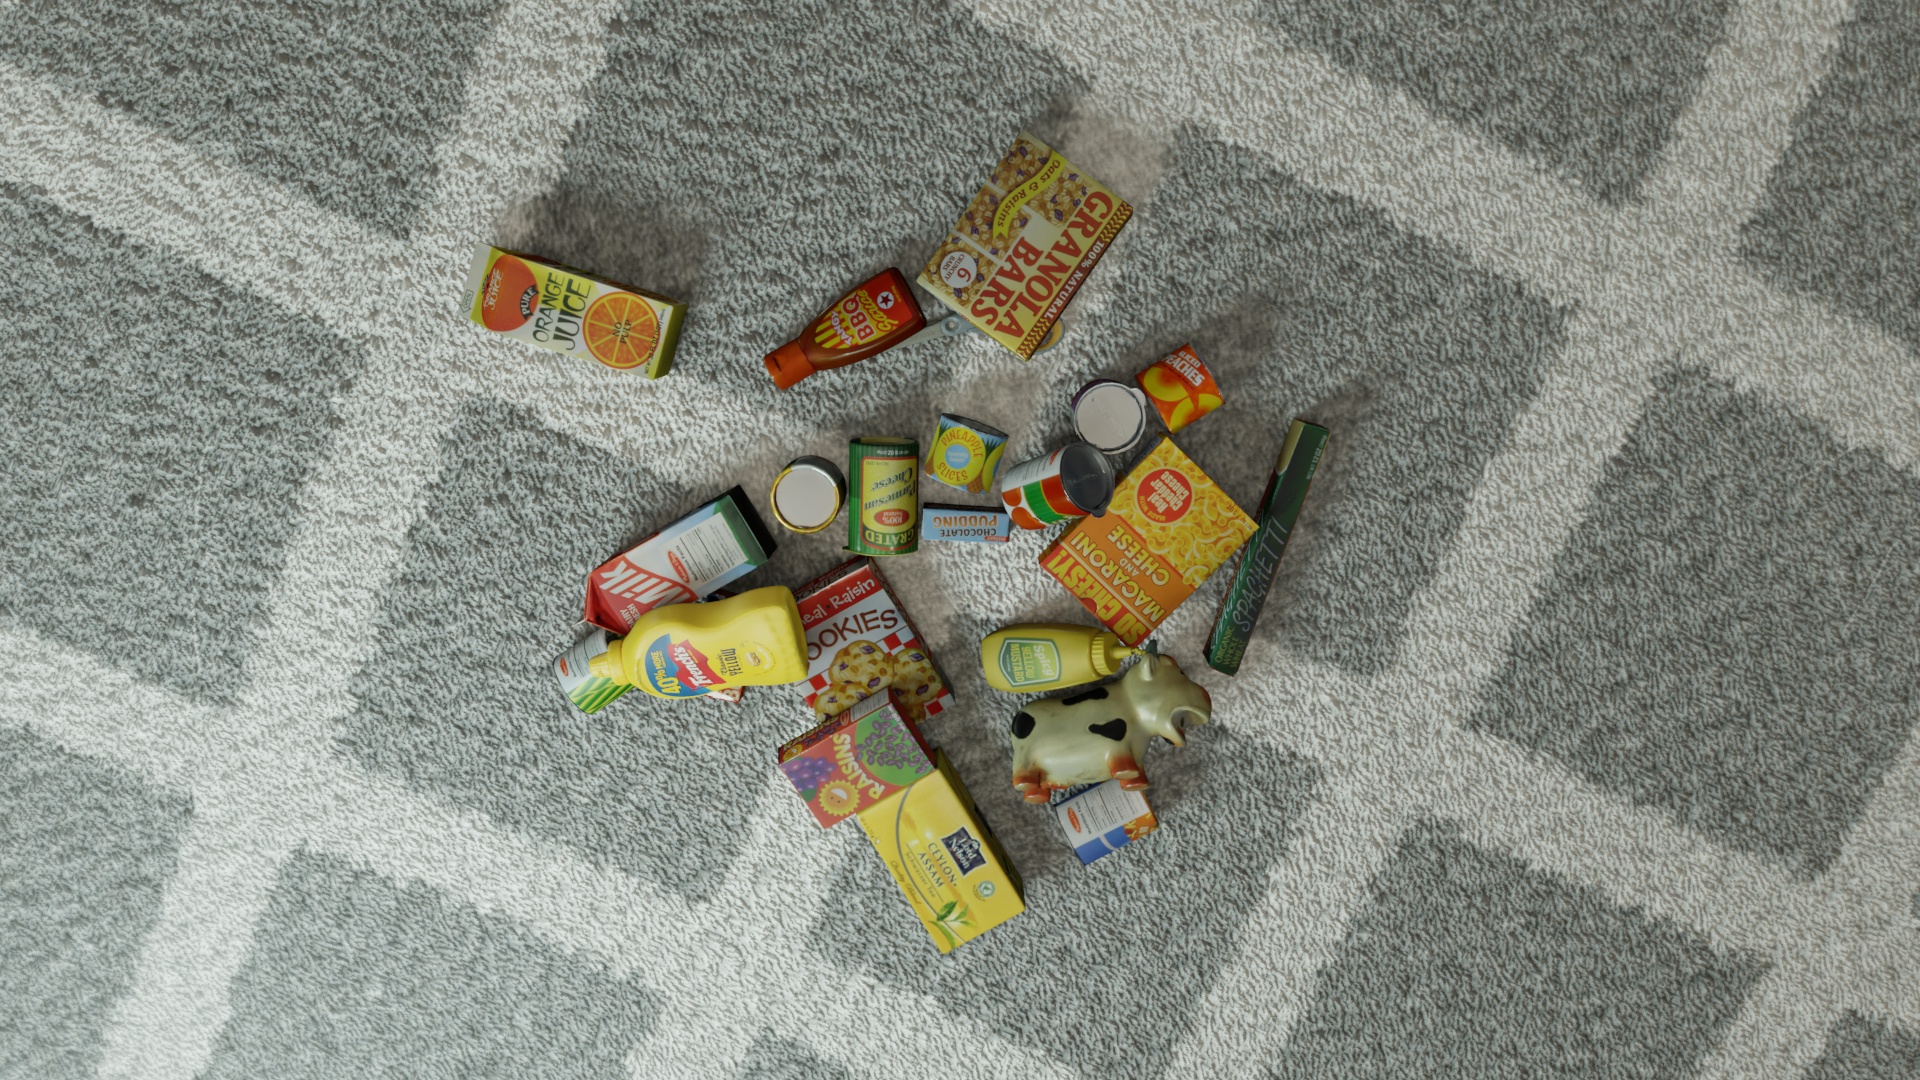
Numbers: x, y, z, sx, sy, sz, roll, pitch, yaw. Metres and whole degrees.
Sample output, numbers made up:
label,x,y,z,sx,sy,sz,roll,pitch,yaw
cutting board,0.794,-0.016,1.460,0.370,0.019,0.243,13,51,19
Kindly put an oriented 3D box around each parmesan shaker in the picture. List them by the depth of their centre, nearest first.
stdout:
label,x,y,z,sx,sy,sz,roll,pitch,yaw
parmesan shaker,-0.074,-0.042,1.289,0.071,0.071,0.103,1,101,0

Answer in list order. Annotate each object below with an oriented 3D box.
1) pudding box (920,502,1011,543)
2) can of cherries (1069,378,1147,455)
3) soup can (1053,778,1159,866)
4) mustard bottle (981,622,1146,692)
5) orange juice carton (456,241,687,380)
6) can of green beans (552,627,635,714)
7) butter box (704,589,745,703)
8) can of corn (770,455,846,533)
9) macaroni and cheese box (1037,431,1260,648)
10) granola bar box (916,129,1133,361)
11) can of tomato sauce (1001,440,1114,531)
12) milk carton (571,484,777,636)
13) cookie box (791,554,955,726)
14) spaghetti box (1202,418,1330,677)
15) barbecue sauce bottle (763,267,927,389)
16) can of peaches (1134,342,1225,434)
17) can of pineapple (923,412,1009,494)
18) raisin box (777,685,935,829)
label,x,y,z,sx,sy,sz,roll,pitch,yaw
pudding box,0.005,-0.016,1.304,0.084,0.050,0.030,4,99,-1
can of cherries,0.138,-0.116,1.282,0.071,0.058,0.071,0,100,0
soup can,0.143,0.269,1.351,0.084,0.071,0.071,-28,100,4
mustard bottle,0.097,0.106,1.294,0.160,0.049,0.065,-8,95,31
orange juice carton,-0.353,-0.208,1.255,0.193,0.073,0.071,17,100,-3
can of green beans,-0.343,0.123,1.320,0.058,0.071,0.071,-32,99,5
butter box,-0.226,0.101,1.337,0.053,0.024,0.103,13,100,-2
can of corn,-0.142,-0.041,1.294,0.071,0.058,0.071,0,100,0
macaroni and cheese box,0.172,0.001,1.286,0.123,0.040,0.166,43,98,-8
granola bar box,0.058,-0.263,1.252,0.124,0.039,0.165,36,93,1
can of tomato sauce,0.089,-0.047,1.264,0.071,0.083,0.071,12,71,-37
milk carton,-0.275,0.027,1.300,0.190,0.072,0.073,-29,99,4
cookie box,-0.099,0.111,1.322,0.123,0.040,0.167,-29,108,5
spaghetti box,0.287,0.007,1.309,0.029,0.050,0.249,19,100,-2
barbecue sauce bottle,-0.108,-0.189,1.273,0.148,0.043,0.065,-28,79,7
can of peaches,0.200,-0.140,1.272,0.058,0.071,0.071,-31,99,6
can of pineapple,0.004,-0.080,1.282,0.071,0.071,0.057,18,100,-4
raisin box,-0.098,0.205,1.310,0.123,0.040,0.086,-30,111,5
